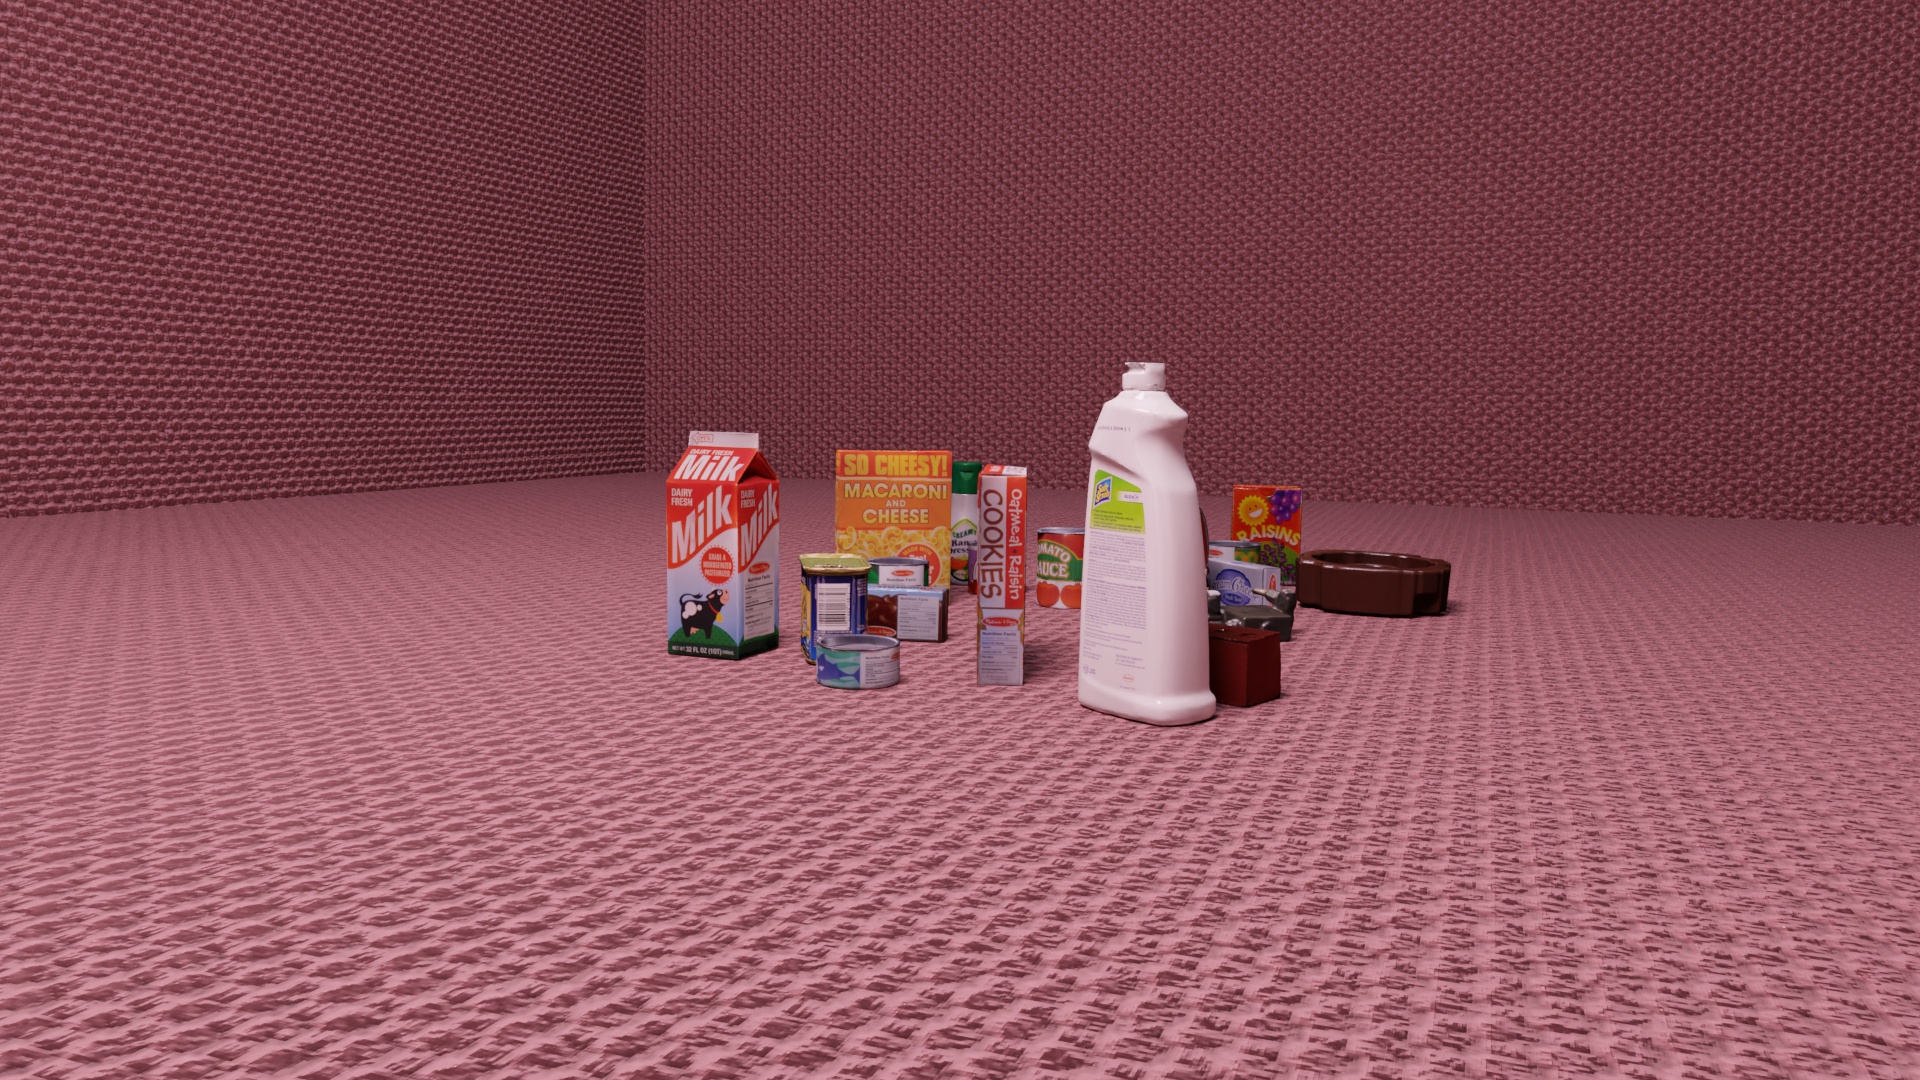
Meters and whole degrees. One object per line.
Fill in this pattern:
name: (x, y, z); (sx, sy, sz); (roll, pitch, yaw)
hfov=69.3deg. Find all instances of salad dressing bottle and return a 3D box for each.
salad dressing bottle: (0.006, -0.021, 1.675); (0.064, 0.147, 0.044); (1, 5, 1)

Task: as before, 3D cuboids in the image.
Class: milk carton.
milk carton: (-0.204, 0.002, 1.198); (0.072, 0.190, 0.073); (3, 6, 22)

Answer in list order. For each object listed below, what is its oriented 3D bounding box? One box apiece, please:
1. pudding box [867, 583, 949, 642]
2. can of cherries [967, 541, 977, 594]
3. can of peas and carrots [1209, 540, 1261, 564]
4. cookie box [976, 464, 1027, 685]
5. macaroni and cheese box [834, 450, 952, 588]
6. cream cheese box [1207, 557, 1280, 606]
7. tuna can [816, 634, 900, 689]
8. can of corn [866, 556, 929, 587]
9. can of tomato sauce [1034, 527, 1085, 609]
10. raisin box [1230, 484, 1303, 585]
pudding box: (-0.054, 0.067, 1.284); (0.084, 0.049, 0.030); (2, 5, 8)
can of cherries: (0.041, 0.032, 1.600); (0.071, 0.058, 0.071); (1, 6, 0)
can of peas and carrots: (0.327, 0.032, 1.658); (0.071, 0.058, 0.071); (1, 6, 0)
cookie box: (0.033, 0.024, 1.137); (0.040, 0.167, 0.123); (1, 5, 2)
macaroni and cheese box: (-0.073, -0.014, 1.500); (0.124, 0.166, 0.040); (0, 5, -11)
cream cheese box: (0.303, 0.050, 1.497); (0.024, 0.053, 0.104); (-1, 6, -26)
tuna can: (-0.082, 0.094, 1.088); (0.071, 0.032, 0.071); (1, 6, 0)
can of corn: (-0.065, 0.049, 1.415); (0.071, 0.058, 0.071); (1, 6, 0)
can of tomato sauce: (0.114, 0.030, 1.516); (0.071, 0.083, 0.071); (1, 5, 0)
raisin box: (0.381, -0.007, 1.733); (0.086, 0.123, 0.040); (2, 5, 12)
